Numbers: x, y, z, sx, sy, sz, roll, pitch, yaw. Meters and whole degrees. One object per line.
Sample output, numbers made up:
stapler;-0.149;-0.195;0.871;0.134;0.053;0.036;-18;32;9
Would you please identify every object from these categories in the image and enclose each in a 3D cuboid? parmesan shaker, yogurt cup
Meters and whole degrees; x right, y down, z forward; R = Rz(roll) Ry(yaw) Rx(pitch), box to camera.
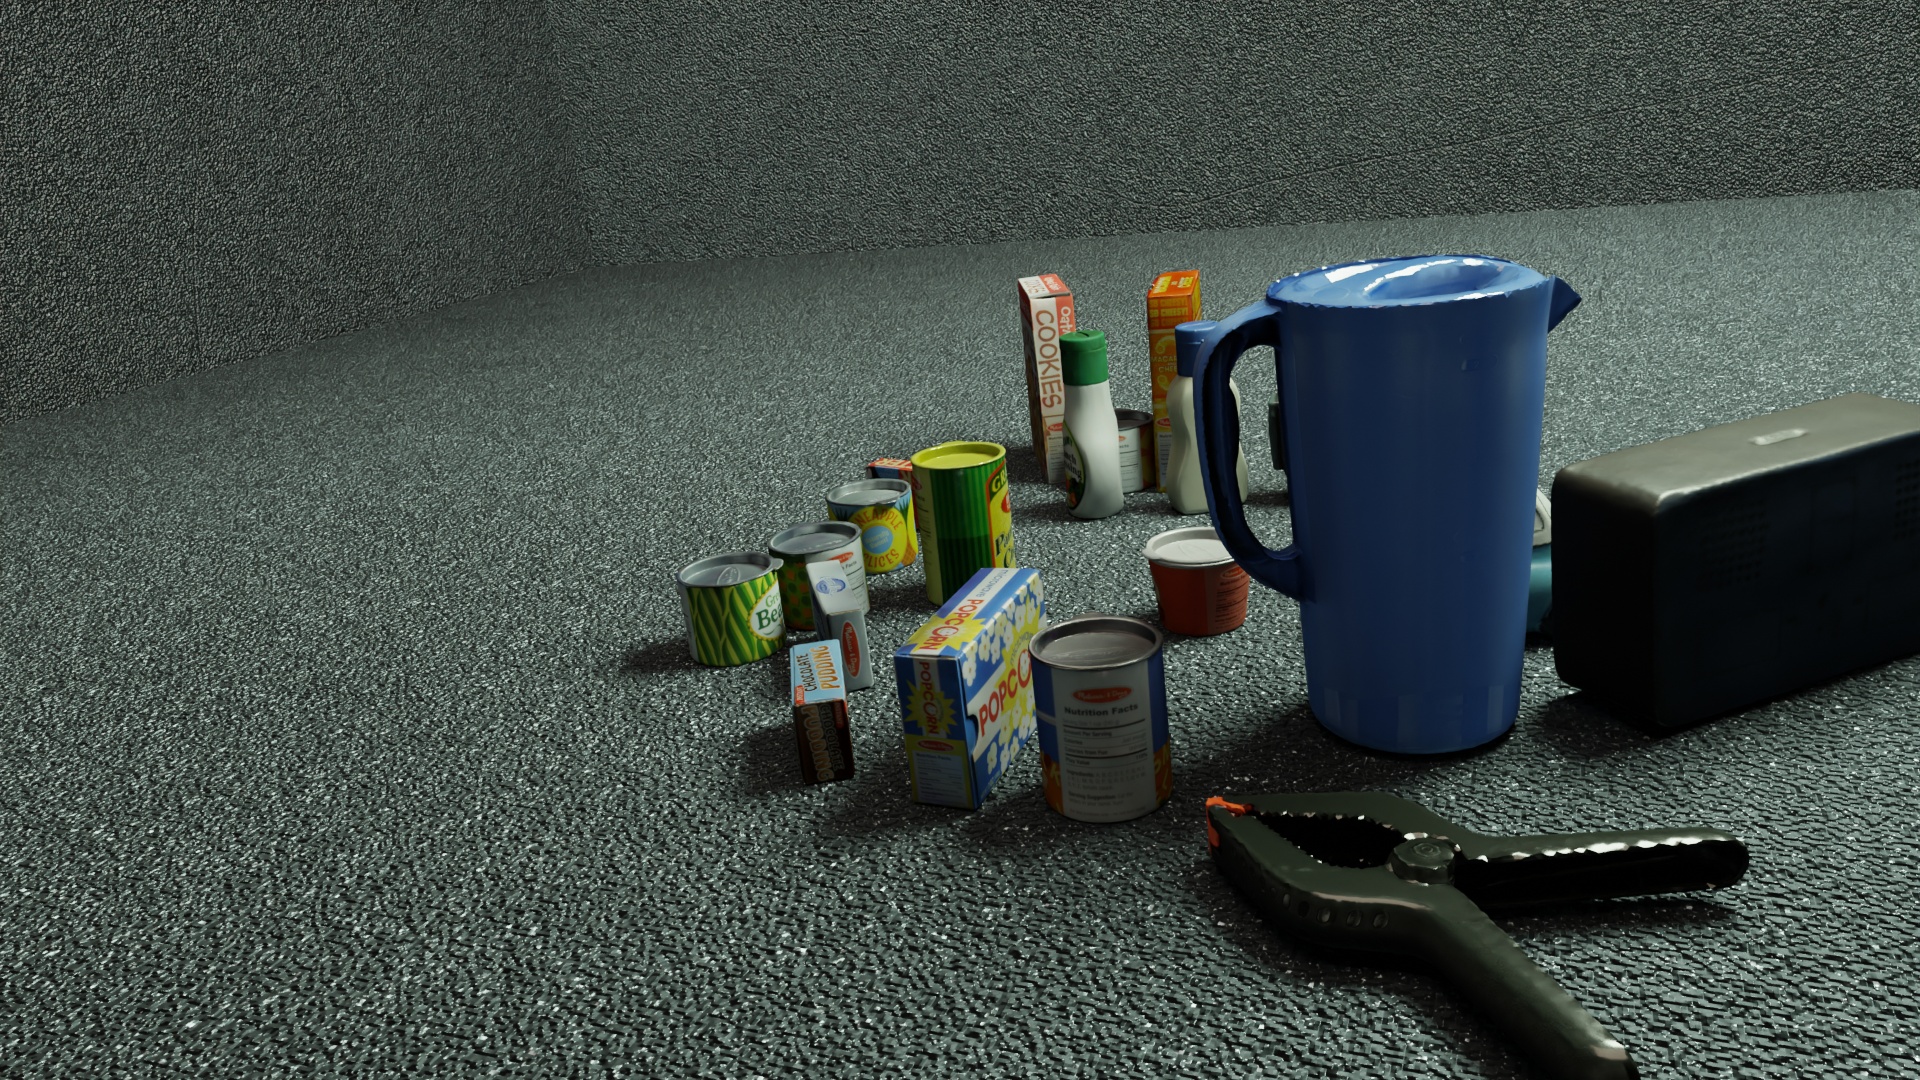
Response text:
parmesan shaker;0.003;-0.012;0.978;0.071;0.102;0.071;-6;18;2
yogurt cup;0.154;0.027;0.890;0.072;0.053;0.072;-6;18;2

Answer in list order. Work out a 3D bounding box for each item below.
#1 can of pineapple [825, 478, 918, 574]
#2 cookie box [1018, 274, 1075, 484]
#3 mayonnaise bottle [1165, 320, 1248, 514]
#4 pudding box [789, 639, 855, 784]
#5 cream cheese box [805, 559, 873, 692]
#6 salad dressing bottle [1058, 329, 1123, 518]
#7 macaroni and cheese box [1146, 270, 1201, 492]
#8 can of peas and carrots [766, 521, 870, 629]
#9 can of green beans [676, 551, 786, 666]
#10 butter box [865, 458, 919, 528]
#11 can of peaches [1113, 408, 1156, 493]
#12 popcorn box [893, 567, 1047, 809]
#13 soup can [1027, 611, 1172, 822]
can of pineapple;-0.067;-0.011;1.067;0.071;0.057;0.071;-6;18;2
cookie box;0.083;-0.149;1.256;0.040;0.166;0.123;-7;18;-1
mayonnaise bottle;0.192;-0.098;1.098;0.065;0.147;0.041;-11;18;-12
pudding box;-0.078;0.094;0.775;0.030;0.049;0.084;-8;18;-5
cream cheese box;-0.078;0.053;0.890;0.024;0.053;0.104;-10;19;-10
salad dressing bottle;0.103;-0.093;1.115;0.044;0.147;0.064;-9;18;-9
macaroni and cheese box;0.187;-0.138;1.192;0.040;0.165;0.124;-2;19;14
can of peas and carrots;-0.100;0.023;0.976;0.071;0.058;0.071;-6;18;2
can of green beans;-0.153;0.045;0.930;0.071;0.057;0.071;-6;18;2
butter box;-0.028;-0.036;1.139;0.103;0.053;0.024;6;22;34
can of peaches;0.136;-0.077;1.198;0.071;0.058;0.071;-6;18;2
popcorn box;0.011;0.075;0.745;0.038;0.085;0.127;1;20;23
soup can;0.070;0.087;0.692;0.071;0.083;0.071;-6;18;2
